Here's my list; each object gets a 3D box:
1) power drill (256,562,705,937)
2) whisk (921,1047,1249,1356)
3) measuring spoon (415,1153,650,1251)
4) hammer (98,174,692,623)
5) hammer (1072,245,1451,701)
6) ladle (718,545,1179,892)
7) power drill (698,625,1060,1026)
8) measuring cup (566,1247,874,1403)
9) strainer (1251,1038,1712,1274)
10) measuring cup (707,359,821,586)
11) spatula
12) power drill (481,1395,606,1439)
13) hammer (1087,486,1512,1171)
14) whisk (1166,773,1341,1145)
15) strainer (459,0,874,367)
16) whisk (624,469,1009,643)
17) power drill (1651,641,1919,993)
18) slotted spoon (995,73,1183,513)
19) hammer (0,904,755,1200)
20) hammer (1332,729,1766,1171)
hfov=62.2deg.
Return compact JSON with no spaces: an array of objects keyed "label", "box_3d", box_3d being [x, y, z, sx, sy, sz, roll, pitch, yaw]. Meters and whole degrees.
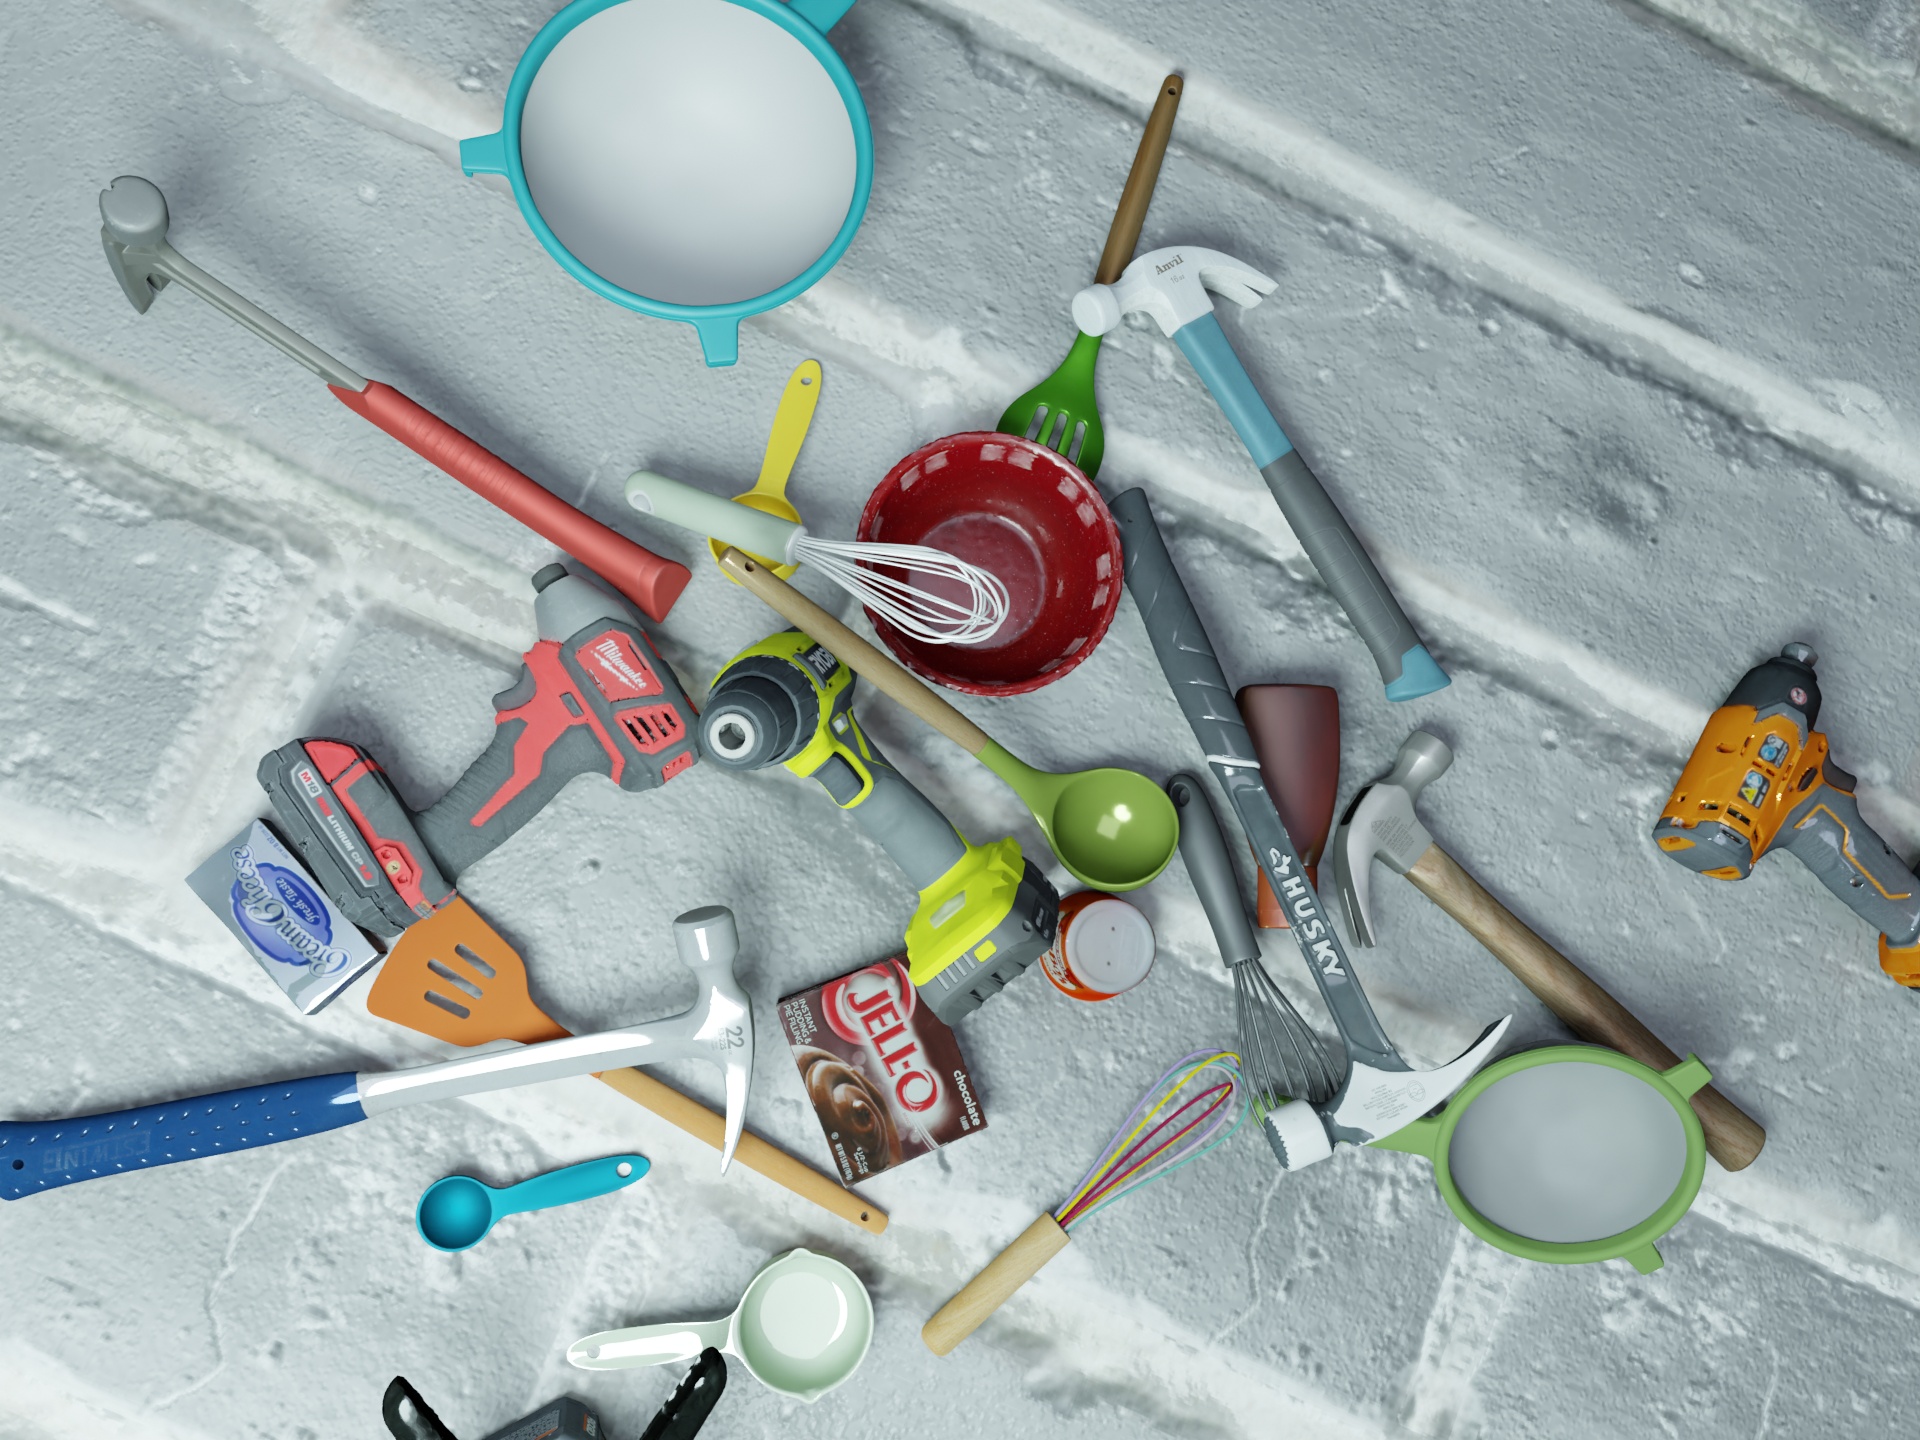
[{"label":"power drill","box_3d":[-0.267,0.013,0.897,0.219,0.078,0.143,-33,84,-15]},{"label":"whisk","box_3d":[0.076,0.281,0.927,0.245,0.047,0.051,-41,77,-7]},{"label":"measuring spoon","box_3d":[-0.240,0.264,0.897,0.128,0.021,0.042,-10,93,-19]},{"label":"hammer","box_3d":[-0.317,-0.168,0.913,0.359,0.149,0.037,34,74,-14]},{"label":"hammer","box_3d":[0.206,-0.153,1.004,0.128,0.033,0.331,-33,91,-24]},{"label":"ladle","box_3d":[-0.001,-0.003,0.899,0.320,0.062,0.078,37,62,-23]},{"label":"power drill","box_3d":[-0.049,0.051,0.869,0.080,0.190,0.228,-40,95,11]},{"label":"measuring cup","box_3d":[-0.133,0.340,0.888,0.167,0.038,0.083,-5,82,-7]},{"label":"strainer","box_3d":[0.306,0.239,0.958,0.256,0.069,0.151,6,113,10]},{"label":"measuring cup","box_3d":[-0.110,-0.150,0.974,0.062,0.029,0.157,12,67,6]},{"label":"spatula","box_3d":[-0.182,0.209,0.909,0.322,0.041,0.081,32,77,-7]},{"label":"power drill","box_3d":[-0.185,0.481,0.840,0.185,0.084,0.226,-25,90,-13]},{"label":"hammer","box_3d":[0.173,0.041,0.929,0.149,0.036,0.409,-20,72,-7]},{"label":"whisk","box_3d":[0.170,0.140,0.942,0.055,0.055,0.239,-15,71,-10]},{"label":"strainer","box_3d":[-0.125,-0.375,0.967,0.211,0.095,0.340,38,76,-4]},{"label":"whisk","box_3d":[-0.086,-0.098,0.911,0.246,0.057,0.059,21,52,15]},{"label":"power drill","box_3d":[0.574,0.062,1.012,0.226,0.084,0.164,31,78,1]},{"label":"slotted spoon","box_3d":[0.092,-0.279,1.018,0.070,0.031,0.314,20,78,-7]},{"label":"hammer","box_3d":[-0.310,0.206,0.859,0.405,0.035,0.144,-10,99,-3]},{"label":"hammer","box_3d":[0.367,0.162,0.990,0.331,0.031,0.130,42,78,-1]}]
